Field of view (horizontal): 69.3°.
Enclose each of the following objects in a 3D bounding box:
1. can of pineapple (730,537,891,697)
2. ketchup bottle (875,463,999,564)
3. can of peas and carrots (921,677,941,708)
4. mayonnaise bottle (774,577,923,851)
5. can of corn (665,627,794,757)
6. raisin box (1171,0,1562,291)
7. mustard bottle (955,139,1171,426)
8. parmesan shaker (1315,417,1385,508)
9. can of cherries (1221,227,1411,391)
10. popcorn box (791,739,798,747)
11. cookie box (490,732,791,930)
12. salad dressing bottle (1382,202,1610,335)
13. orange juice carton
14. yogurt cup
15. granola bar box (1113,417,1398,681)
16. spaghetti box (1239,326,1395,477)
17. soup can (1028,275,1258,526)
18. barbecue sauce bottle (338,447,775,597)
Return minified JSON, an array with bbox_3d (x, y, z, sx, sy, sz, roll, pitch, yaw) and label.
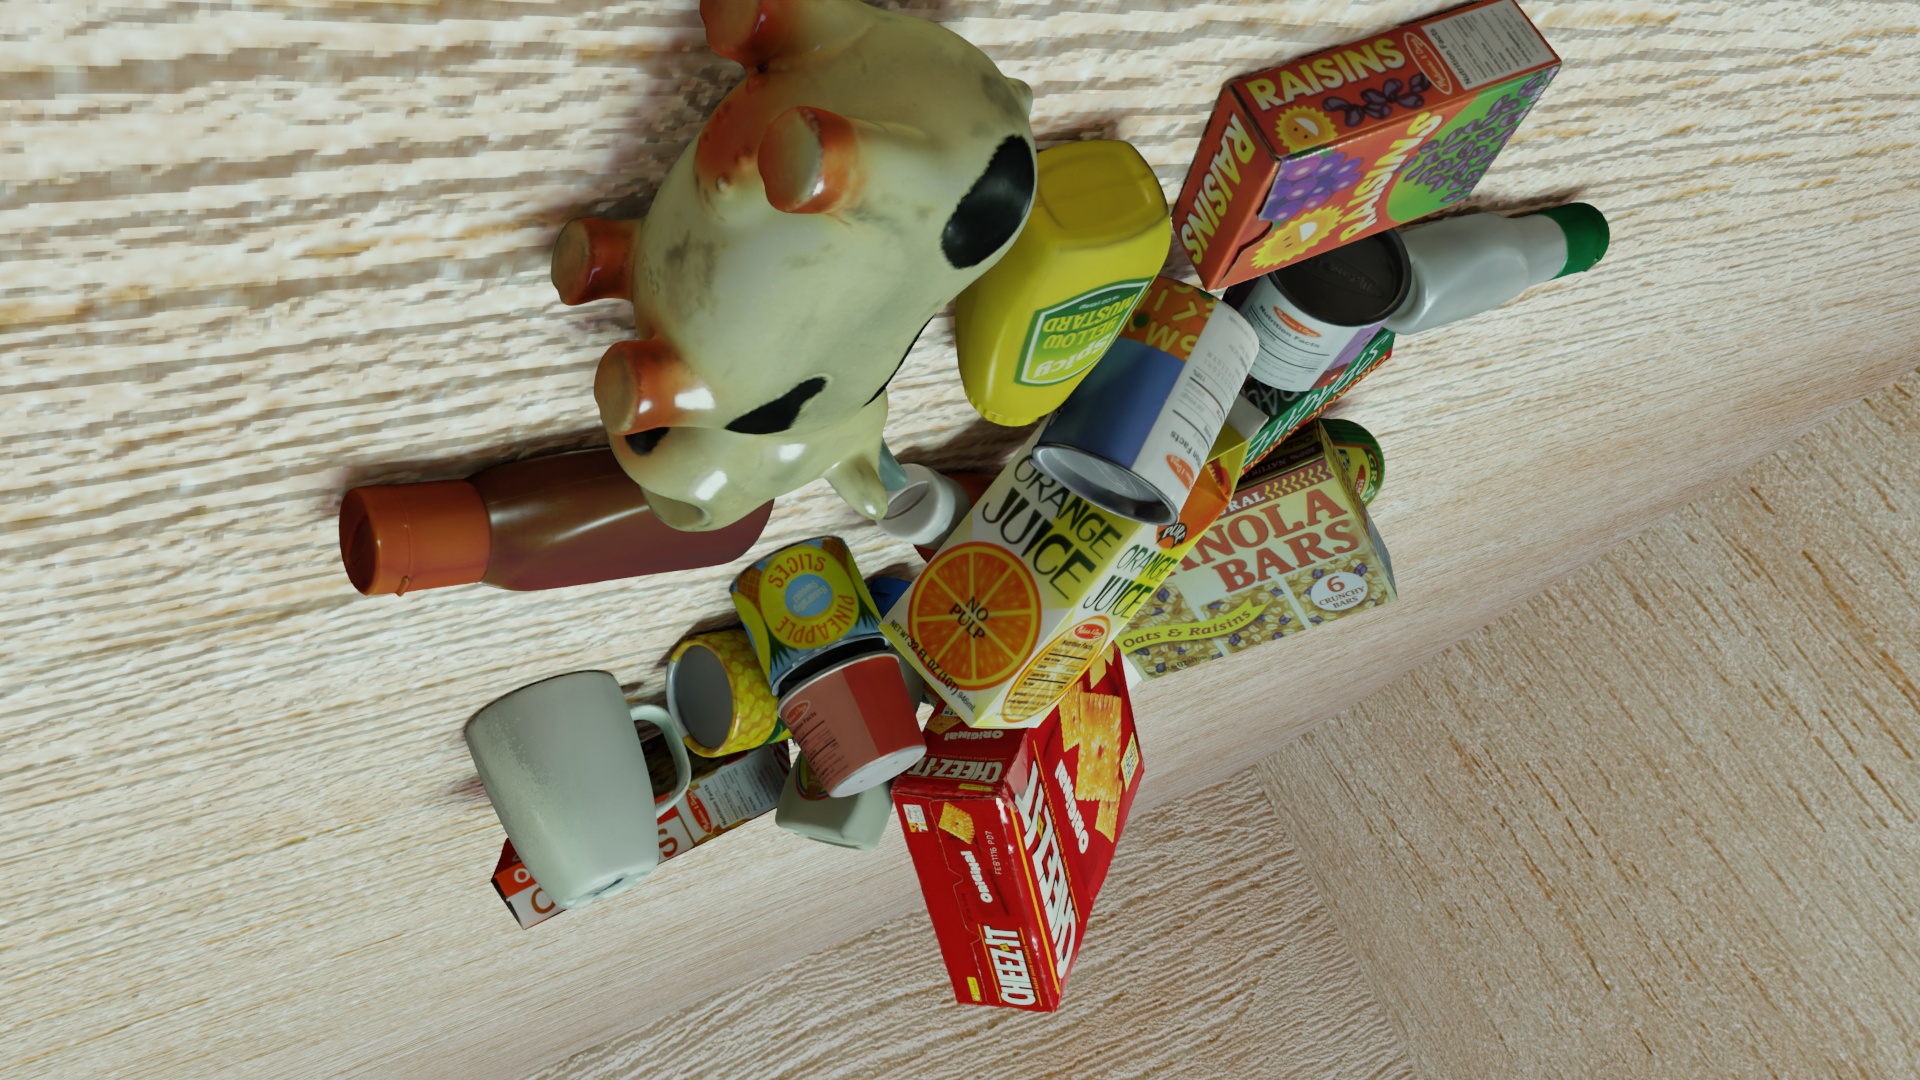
[{"bbox_3d":[-0.076,0.039,0.705,0.071,0.058,0.070,-24,162,-8],"label":"can of pineapple"},{"bbox_3d":[0.003,-0.009,0.707,0.064,0.043,0.149,-36,160,14],"label":"ketchup bottle"},{"bbox_3d":[0.000,0.085,0.935,0.071,0.071,0.058,-25,162,-4],"label":"can of peas and carrots"},{"bbox_3d":[-0.053,0.094,0.771,0.064,0.148,0.041,-1,154,40],"label":"mayonnaise bottle"},{"bbox_3d":[-0.116,0.079,0.749,0.058,0.071,0.071,-7,154,-46],"label":"can of corn"},{"bbox_3d":[0.149,-0.148,0.526,0.124,0.040,0.085,-21,163,-14],"label":"raisin box"},{"bbox_3d":[0.029,-0.083,0.523,0.065,0.049,0.159,-19,161,-18],"label":"mustard bottle"},{"bbox_3d":[0.212,-0.042,0.867,0.071,0.071,0.103,-38,159,33],"label":"parmesan shaker"},{"bbox_3d":[0.153,-0.108,0.603,0.072,0.071,0.058,-21,162,-17],"label":"can of cherries"},{"bbox_3d":[-0.069,0.083,0.874,0.085,0.038,0.126,-21,162,-18],"label":"popcorn box"},{"bbox_3d":[-0.184,0.153,0.825,0.168,0.040,0.123,-25,-167,-5],"label":"cookie box"},{"bbox_3d":[0.271,-0.143,0.708,0.148,0.044,0.064,-18,157,-29],"label":"salad dressing bottle"},{"bbox_3d":[0.057,-0.005,0.654,0.192,0.072,0.073,-51,154,12],"label":"orange juice carton"},{"bbox_3d":[-0.053,0.095,0.707,0.072,0.054,0.072,-25,161,-9],"label":"yogurt cup"},{"bbox_3d":[0.155,0.011,0.816,0.165,0.039,0.124,-21,128,22],"label":"granola bar box"},{"bbox_3d":[0.128,-0.041,0.740,0.250,0.029,0.050,-39,161,0],"label":"spaghetti box"},{"bbox_3d":[0.075,-0.059,0.578,0.084,0.071,0.071,-63,166,-11],"label":"soup can"},{"bbox_3d":[-0.143,-0.007,0.504,0.149,0.044,0.064,-9,155,-43],"label":"barbecue sauce bottle"}]
